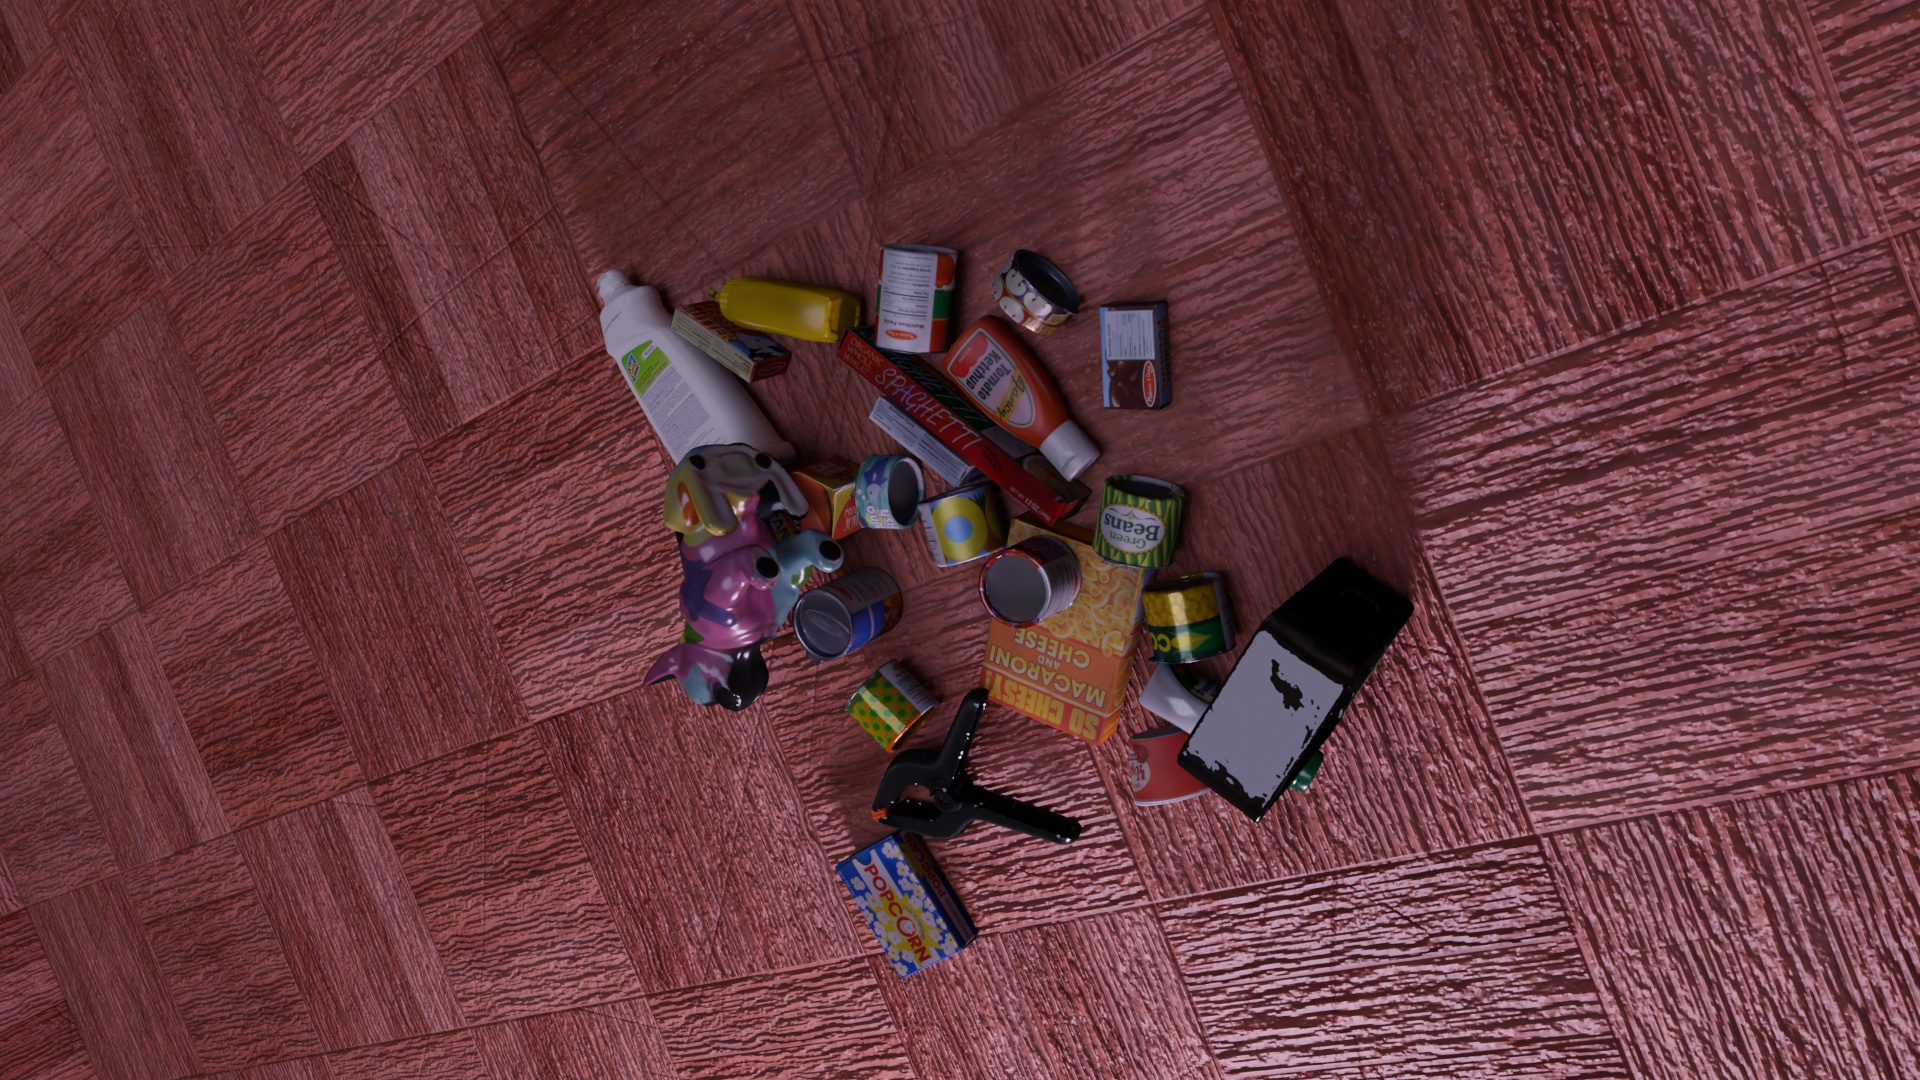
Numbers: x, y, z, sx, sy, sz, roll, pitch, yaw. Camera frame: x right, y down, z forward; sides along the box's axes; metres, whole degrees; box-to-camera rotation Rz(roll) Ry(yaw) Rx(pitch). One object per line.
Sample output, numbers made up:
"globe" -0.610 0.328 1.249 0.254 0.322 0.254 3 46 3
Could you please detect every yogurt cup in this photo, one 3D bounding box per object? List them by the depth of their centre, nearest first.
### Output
"yogurt cup" 0.170 0.183 1.143 0.072 0.072 0.054 -14 88 32

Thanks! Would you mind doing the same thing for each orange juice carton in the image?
"orange juice carton" -0.151 -0.016 1.271 0.192 0.072 0.073 -30 88 33

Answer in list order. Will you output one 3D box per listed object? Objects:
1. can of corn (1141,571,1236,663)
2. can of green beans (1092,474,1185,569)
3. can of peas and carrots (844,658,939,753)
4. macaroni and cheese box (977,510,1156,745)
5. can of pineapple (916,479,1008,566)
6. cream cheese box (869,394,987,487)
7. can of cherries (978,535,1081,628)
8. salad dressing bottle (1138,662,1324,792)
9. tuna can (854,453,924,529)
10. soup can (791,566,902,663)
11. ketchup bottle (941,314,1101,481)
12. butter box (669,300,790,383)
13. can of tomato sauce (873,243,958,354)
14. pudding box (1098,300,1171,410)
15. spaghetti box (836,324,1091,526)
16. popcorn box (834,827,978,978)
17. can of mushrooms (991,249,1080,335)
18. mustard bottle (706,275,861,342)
"can of corn" 0.178 0.061 1.102 0.071 0.071 0.058 -8 98 32
"can of green beans" 0.142 -0.016 1.104 0.071 0.071 0.057 17 111 25
"can of peas and carrots" -0.063 0.153 1.267 0.059 0.071 0.070 43 120 13
"macaroni and cheese box" 0.089 0.073 1.174 0.124 0.040 0.165 21 112 25
"can of pineapple" 0.004 -0.015 1.185 0.071 0.071 0.058 -14 97 32
"cream cheese box" -0.024 -0.087 1.189 0.104 0.053 0.024 39 117 16
"can of cherries" 0.054 0.033 1.124 0.071 0.058 0.071 7 105 28
"salad dressing bottle" 0.217 0.148 1.110 0.148 0.064 0.044 30 106 11
"tuna can" -0.062 -0.041 1.213 0.033 0.071 0.071 2 104 29
"soup can" -0.102 0.067 1.257 0.071 0.084 0.071 8 107 29
"ketchup bottle" 0.054 -0.114 1.143 0.149 0.044 0.064 48 121 10
"butter box" -0.211 -0.184 1.273 0.103 0.053 0.024 35 121 19
"can of tomato sauce" -0.037 -0.203 1.160 0.071 0.071 0.082 14 109 27
"pudding box" 0.137 -0.146 1.094 0.049 0.030 0.083 3 104 28
"spaghetti box" 0.000 -0.101 1.174 0.250 0.050 0.028 39 118 16
"popcorn box" -0.052 0.344 1.328 0.085 0.038 0.127 -35 85 33
"can of mushrooms" 0.061 -0.195 1.103 0.071 0.071 0.033 49 122 10
"mustard bottle" -0.165 -0.208 1.236 0.160 0.065 0.048 14 105 32
